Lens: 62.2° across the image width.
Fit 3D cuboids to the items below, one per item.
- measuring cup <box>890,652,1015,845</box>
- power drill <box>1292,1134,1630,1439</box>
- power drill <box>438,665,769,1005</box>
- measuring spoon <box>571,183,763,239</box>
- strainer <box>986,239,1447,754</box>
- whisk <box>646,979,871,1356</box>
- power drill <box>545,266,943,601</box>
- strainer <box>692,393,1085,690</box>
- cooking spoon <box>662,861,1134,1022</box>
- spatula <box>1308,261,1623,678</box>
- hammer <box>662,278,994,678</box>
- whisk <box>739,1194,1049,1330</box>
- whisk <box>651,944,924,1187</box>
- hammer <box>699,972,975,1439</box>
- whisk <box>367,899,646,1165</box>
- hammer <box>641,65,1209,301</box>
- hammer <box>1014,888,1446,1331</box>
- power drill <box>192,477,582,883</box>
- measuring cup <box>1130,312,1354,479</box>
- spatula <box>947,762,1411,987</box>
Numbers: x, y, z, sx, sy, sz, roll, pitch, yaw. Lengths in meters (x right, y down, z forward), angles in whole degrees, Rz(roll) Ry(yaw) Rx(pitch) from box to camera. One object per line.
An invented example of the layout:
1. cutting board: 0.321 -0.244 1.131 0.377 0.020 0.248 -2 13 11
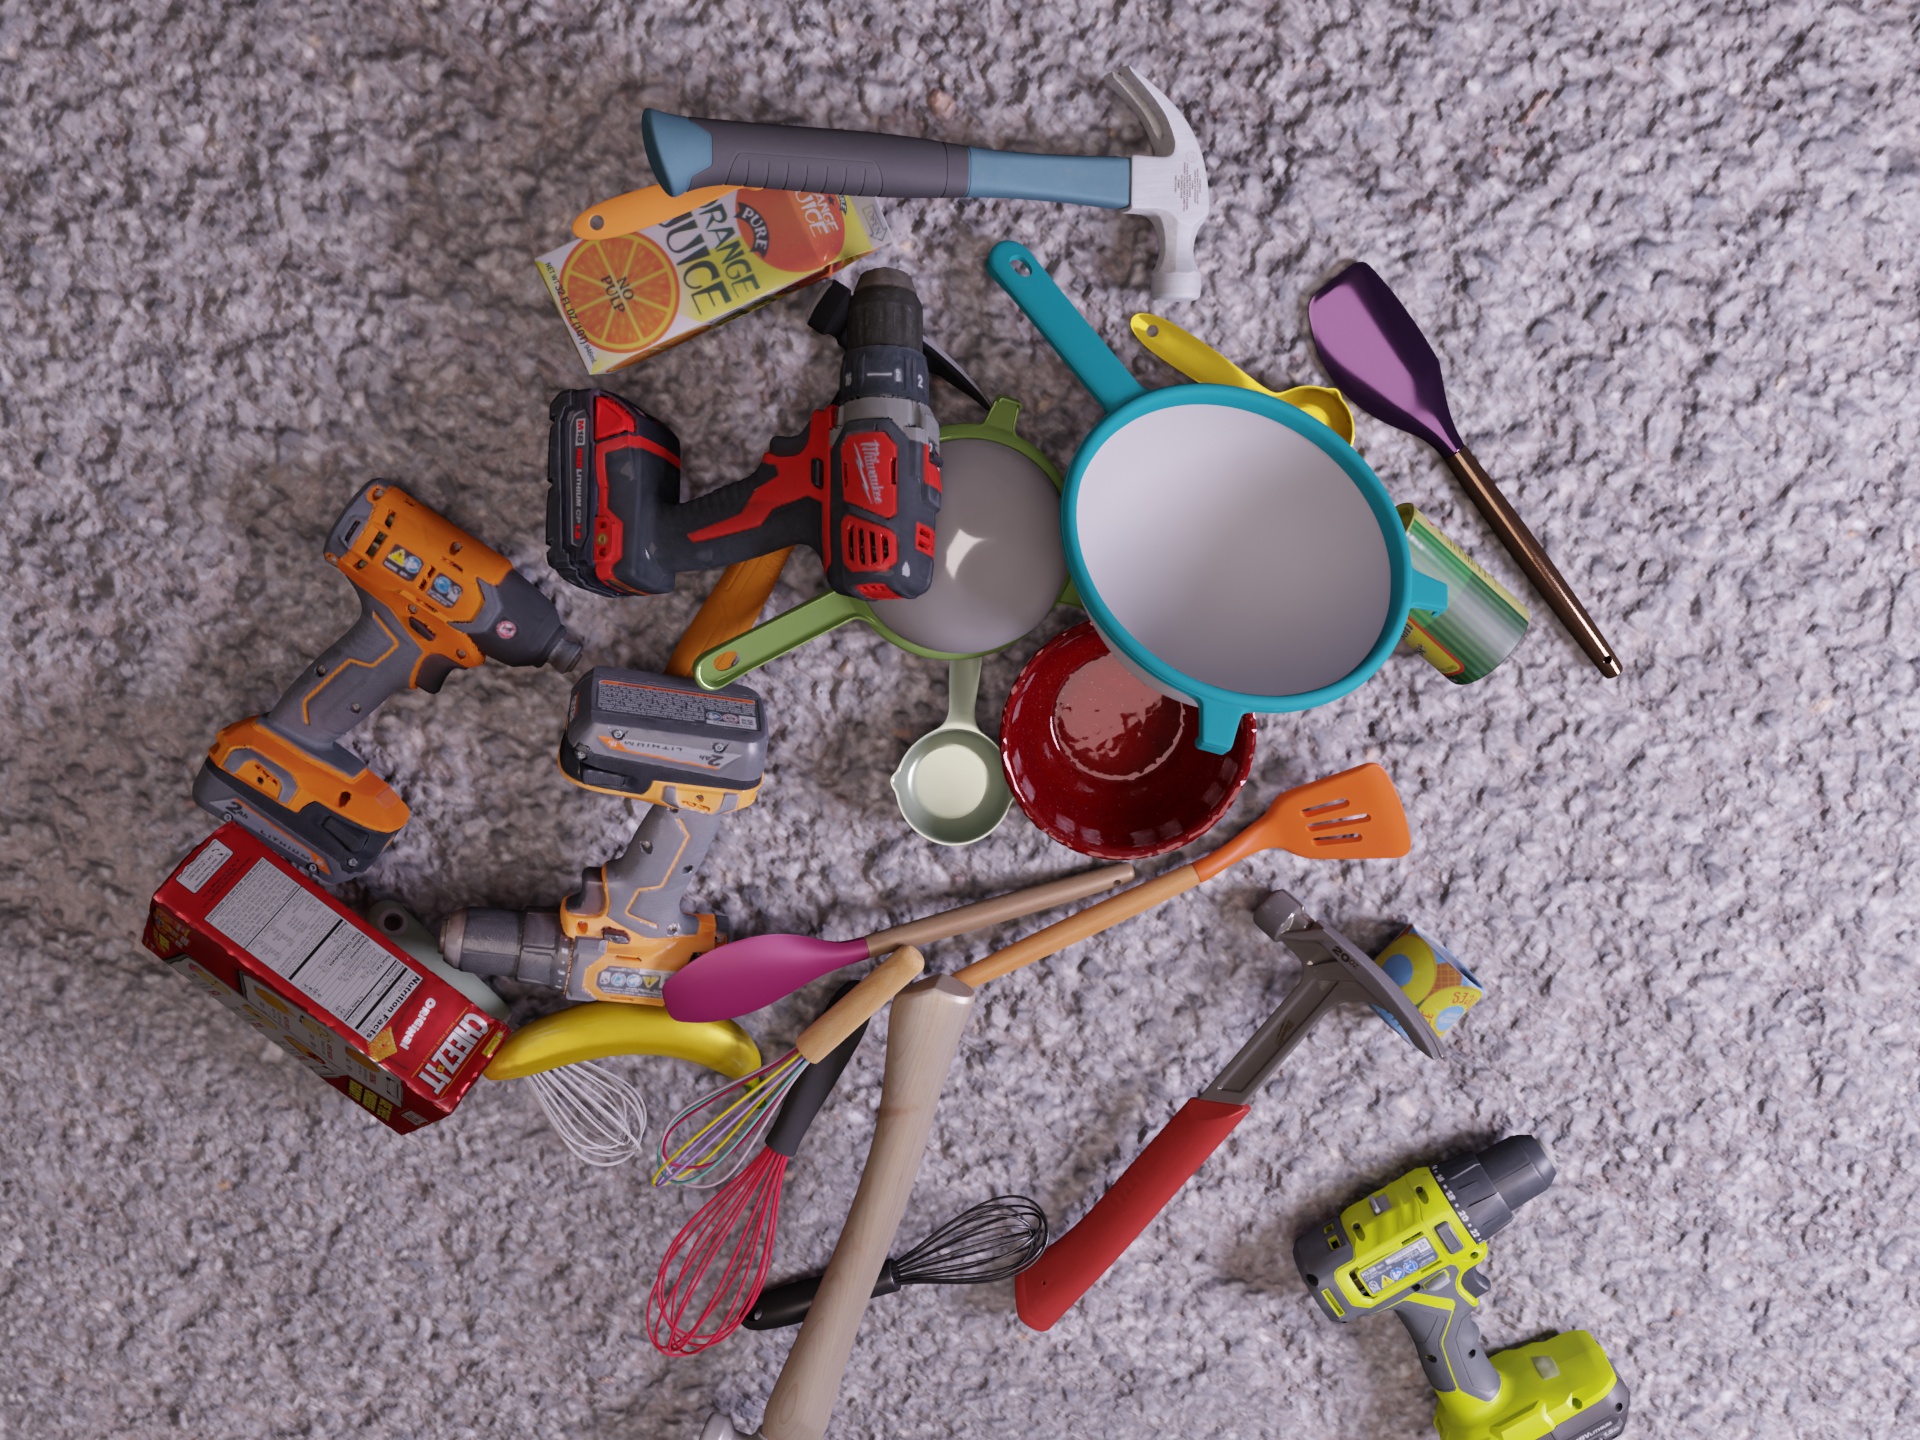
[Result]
1. measuring cup: -0.002 -0.003 1.030 0.083 0.038 0.167 5 88 -6
2. power drill: 0.372 0.414 1.126 0.190 0.080 0.228 -33 101 8
3. power drill: -0.222 0.082 0.994 0.185 0.084 0.226 8 119 -15
4. measuring spoon: -0.161 -0.289 0.879 0.117 0.011 0.021 -17 100 4
5. strainer: 0.112 -0.136 0.949 0.211 0.095 0.340 -30 75 -24
6. whisk: -0.133 0.309 1.089 0.073 0.073 0.296 27 94 -8
7. power drill: -0.119 -0.159 0.919 0.227 0.080 0.188 -2 84 17
8. strainer: -0.040 -0.074 0.949 0.256 0.069 0.151 -27 117 -4
9. cooking spoon: -0.037 0.141 1.040 0.319 0.017 0.068 -15 130 -9
10. spatula: 0.323 -0.148 0.999 0.060 0.018 0.315 -39 101 10
11. hammer: -0.117 -0.098 0.997 0.127 0.034 0.337 32 102 -8
12. whisk: -0.049 0.390 1.128 0.239 0.055 0.055 -20 105 9
13. whisk: -0.116 0.231 1.051 0.245 0.051 0.047 -43 128 11
14. hammer: -0.059 0.364 1.084 0.146 0.038 0.410 20 104 4
15. whisk: -0.306 0.211 1.075 0.246 0.059 0.058 46 63 -8
16. hammer: -0.011 -0.307 0.890 0.331 0.033 0.128 -3 101 -21
17. hammer: 0.160 0.293 1.081 0.149 0.036 0.359 46 109 28
18. power drill: -0.353 -0.014 0.993 0.164 0.084 0.226 33 98 -10
19. measuring cup: 0.172 -0.206 0.982 0.156 0.029 0.062 34 106 2
20. spatula: 0.136 0.115 1.048 0.322 0.041 0.081 -25 120 2
